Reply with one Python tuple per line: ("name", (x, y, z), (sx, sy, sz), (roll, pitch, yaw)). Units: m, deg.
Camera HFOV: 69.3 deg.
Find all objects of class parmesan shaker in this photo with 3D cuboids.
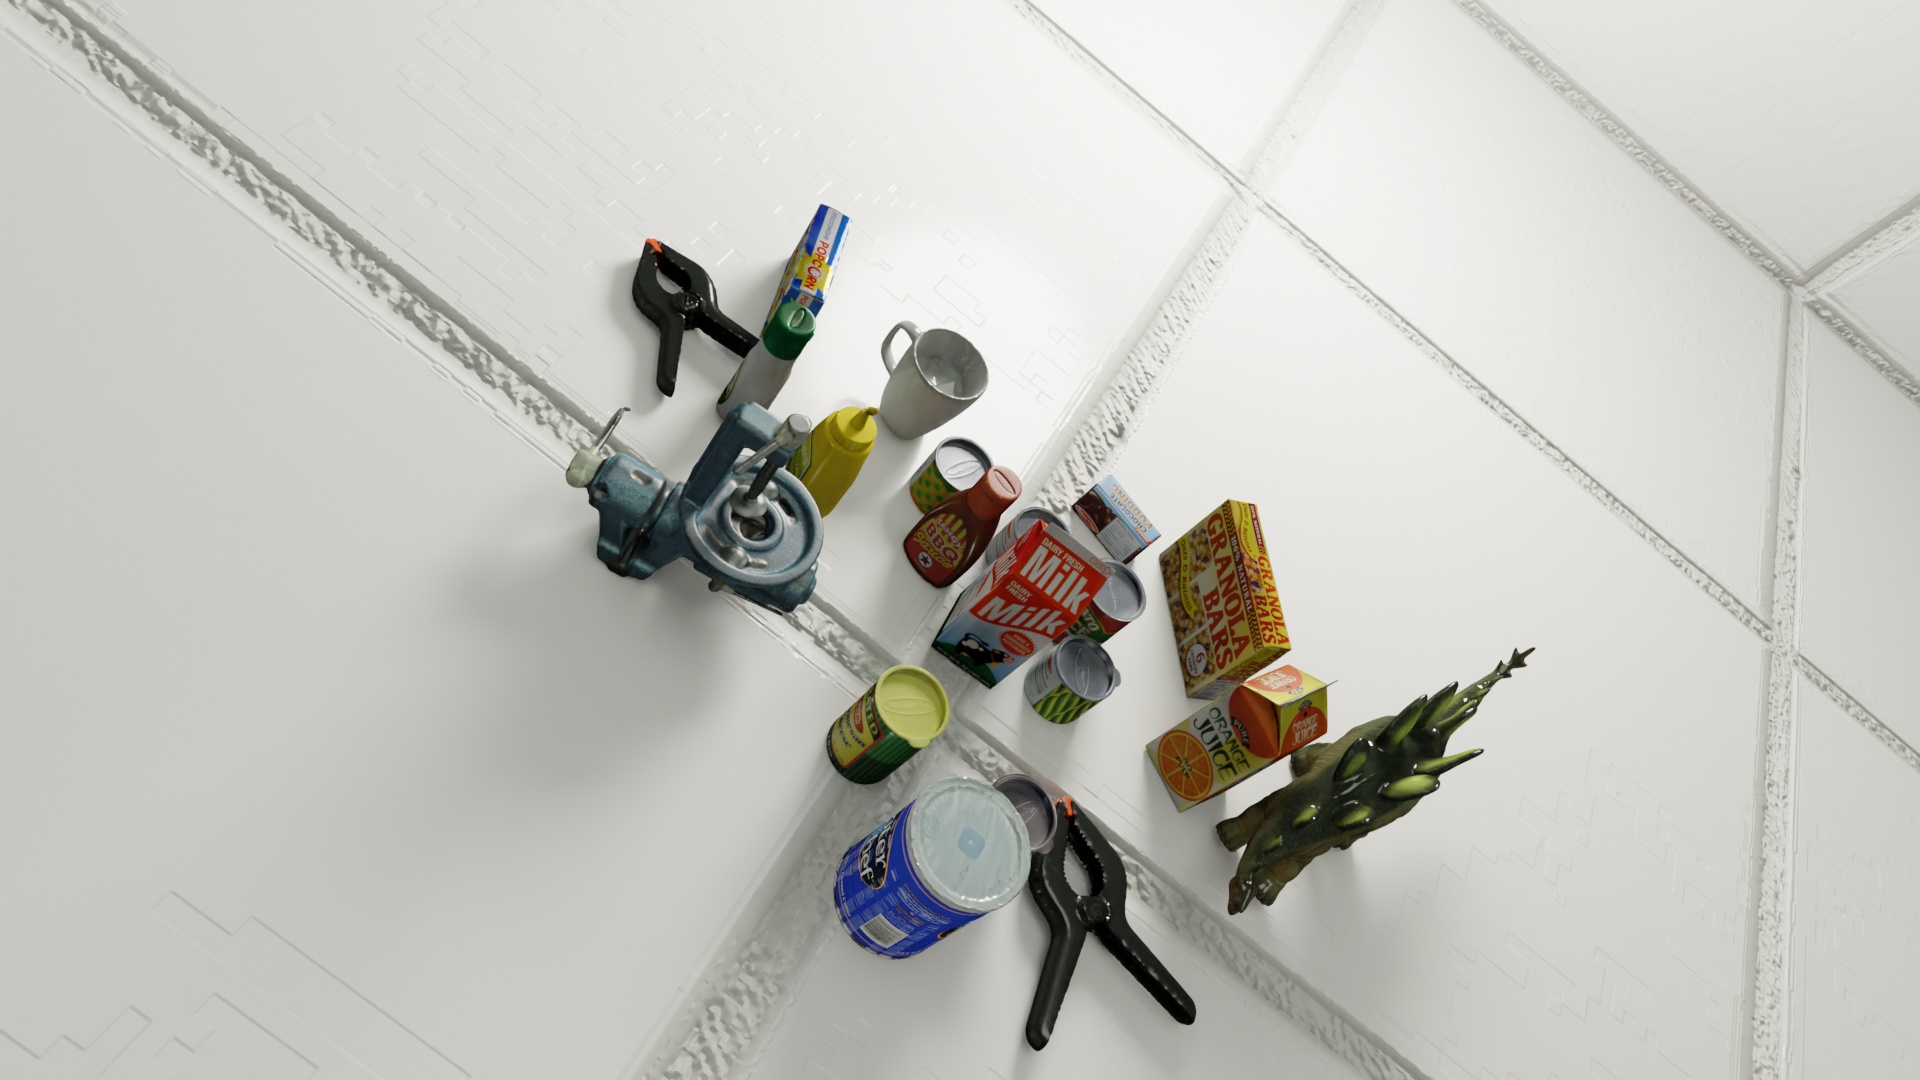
("parmesan shaker", (-0.061, 0.155, 1.138), (0.071, 0.102, 0.071), (16, 54, -23))

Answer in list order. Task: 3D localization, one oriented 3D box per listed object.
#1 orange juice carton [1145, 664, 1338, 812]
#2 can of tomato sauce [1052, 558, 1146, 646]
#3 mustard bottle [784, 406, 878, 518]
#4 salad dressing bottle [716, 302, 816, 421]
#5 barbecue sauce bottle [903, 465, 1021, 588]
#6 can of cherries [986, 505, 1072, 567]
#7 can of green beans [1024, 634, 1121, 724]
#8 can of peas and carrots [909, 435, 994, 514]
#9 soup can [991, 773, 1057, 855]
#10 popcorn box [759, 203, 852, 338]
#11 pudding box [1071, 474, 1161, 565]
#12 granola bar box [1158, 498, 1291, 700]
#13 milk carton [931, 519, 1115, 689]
("orange juice carton", (0.261, 0.174, 1.267), (0.072, 0.191, 0.073), (-14, 69, -37))
("can of tomato sauce", (0.125, 0.065, 1.327), (0.071, 0.082, 0.071), (16, 54, -23))
("mustard bottle", (-0.111, -0.077, 1.219), (0.049, 0.159, 0.065), (14, 55, -24))
("salad dressing bottle", (-0.173, -0.155, 1.240), (0.044, 0.147, 0.064), (34, 49, -9))
("barbecue sauce bottle", (0.004, -0.016, 1.260), (0.044, 0.147, 0.065), (-33, 81, -41))
("can of cherries", (0.069, 0.010, 1.344), (0.071, 0.058, 0.072), (16, 54, -23))
("can of green beans", (0.101, 0.130, 1.287), (0.071, 0.057, 0.071), (16, 54, -23))
("can of peas and carrots", (-0.006, -0.056, 1.340), (0.071, 0.058, 0.071), (16, 54, -23))
("soup can", (0.032, 0.242, 1.153), (0.071, 0.083, 0.072), (16, 54, -23))
("popcorn box", (-0.151, -0.258, 1.363), (0.038, 0.084, 0.127), (25, 51, -16))
("pudding box", (0.160, -0.020, 1.427), (0.084, 0.049, 0.030), (51, 48, 6))
("granola bar box", (0.262, 0.060, 1.388), (0.039, 0.123, 0.166), (10, 56, -27))
("milk carton", (0.058, 0.050, 1.223), (0.072, 0.189, 0.074), (37, 48, -7))
